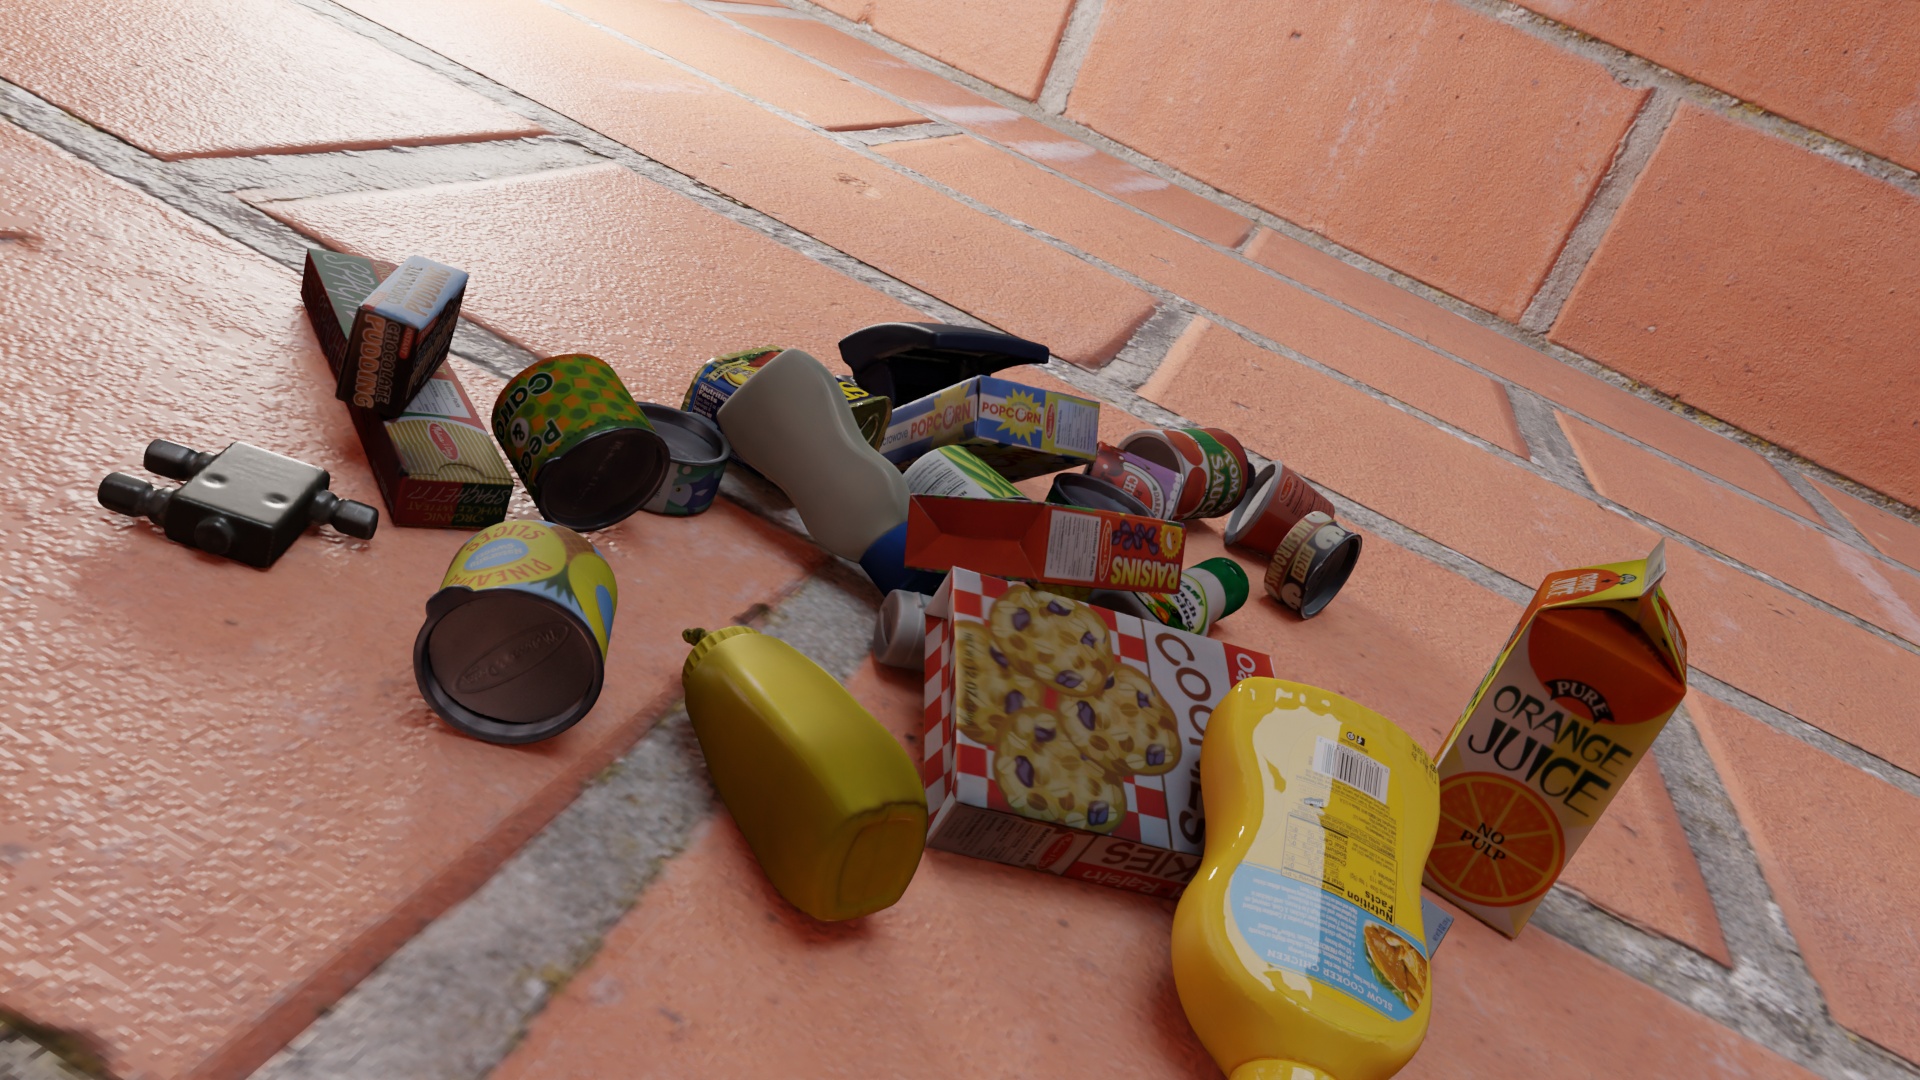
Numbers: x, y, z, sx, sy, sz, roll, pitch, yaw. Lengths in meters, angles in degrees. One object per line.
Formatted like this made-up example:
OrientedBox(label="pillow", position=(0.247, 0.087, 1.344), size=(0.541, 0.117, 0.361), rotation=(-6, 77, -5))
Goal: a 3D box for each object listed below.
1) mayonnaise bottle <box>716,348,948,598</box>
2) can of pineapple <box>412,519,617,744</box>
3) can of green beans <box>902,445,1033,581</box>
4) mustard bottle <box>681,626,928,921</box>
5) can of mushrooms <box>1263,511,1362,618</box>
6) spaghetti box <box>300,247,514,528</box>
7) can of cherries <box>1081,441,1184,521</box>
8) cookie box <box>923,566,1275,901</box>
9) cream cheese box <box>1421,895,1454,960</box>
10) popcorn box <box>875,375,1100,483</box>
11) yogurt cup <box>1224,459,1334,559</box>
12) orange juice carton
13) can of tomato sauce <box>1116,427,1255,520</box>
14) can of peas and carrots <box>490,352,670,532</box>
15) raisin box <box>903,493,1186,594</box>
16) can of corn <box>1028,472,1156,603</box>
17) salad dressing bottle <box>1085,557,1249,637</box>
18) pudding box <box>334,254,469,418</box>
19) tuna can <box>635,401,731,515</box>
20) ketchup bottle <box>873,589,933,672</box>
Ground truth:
OrientedBox(label="mayonnaise bottle", position=(-0.061, -0.027, 0.722), size=(0.148, 0.064, 0.041), rotation=(51, 10, 11))
OrientedBox(label="can of pineapple", position=(-0.165, 0.031, 0.520), size=(0.071, 0.070, 0.058), rotation=(17, 23, -16))
OrientedBox(label="can of green beans", position=(0.002, -0.011, 0.767), size=(0.071, 0.071, 0.058), rotation=(-1, 33, -44))
OrientedBox(label="mustard bottle", position=(-0.070, 0.073, 0.530), size=(0.049, 0.065, 0.161), rotation=(0, 29, -36))
OrientedBox(label="can of mushrooms", position=(0.234, 0.016, 0.923), size=(0.033, 0.070, 0.071), rotation=(37, 27, 29))
OrientedBox(label="spaghetti box", position=(-0.285, -0.083, 0.702), size=(0.050, 0.028, 0.251), rotation=(4, 30, -38))
OrientedBox(label="can of cherries", position=(0.103, -0.023, 0.883), size=(0.058, 0.071, 0.072), rotation=(23, 23, -1))
OrientedBox(label="cookie box", position=(0.067, 0.089, 0.607), size=(0.167, 0.040, 0.123), rotation=(16, 44, -17))
OrientedBox(label="cream cheese box", position=(0.168, 0.172, 0.587), size=(0.053, 0.024, 0.104), rotation=(33, 25, 23))
OrientedBox(label="popcorn box", position=(0.013, -0.062, 0.838), size=(0.085, 0.038, 0.126), rotation=(10, -12, -31))
OrientedBox(label="yogurt cup", position=(0.230, -0.016, 0.995), size=(0.054, 0.072, 0.073), rotation=(31, 23, -4))
OrientedBox(label="orange juice carton", position=(0.285, 0.086, 0.665), size=(0.073, 0.191, 0.072), rotation=(31, 25, 18))
OrientedBox(label="can of tomato sauce", position=(0.156, -0.046, 0.982), size=(0.083, 0.071, 0.071), rotation=(-5, 36, -47))
OrientedBox(label="can of peas and carrots", position=(-0.183, -0.047, 0.660), size=(0.071, 0.070, 0.059), rotation=(-4, 46, -47))
OrientedBox(label="raisin box", position=(0.044, 0.002, 0.692), size=(0.086, 0.040, 0.123), rotation=(4, -2, 40))
OrientedBox(label="can of corn", position=(0.074, 0.002, 0.815), size=(0.071, 0.058, 0.071), rotation=(20, 23, -9))
OrientedBox(label="salad dressing bottle", position=(0.122, 0.039, 0.799), size=(0.064, 0.043, 0.148), rotation=(47, 30, 17))
OrientedBox(label="pudding box", position=(-0.261, -0.098, 0.654), size=(0.030, 0.049, 0.084), rotation=(19, 24, -13))
OrientedBox(label="tuna can", position=(-0.156, -0.044, 0.732), size=(0.071, 0.032, 0.071), rotation=(20, 24, -9))
OrientedBox(label="ketchup bottle", position=(0.033, 0.057, 0.680), size=(0.149, 0.043, 0.065), rotation=(15, 29, -19))
